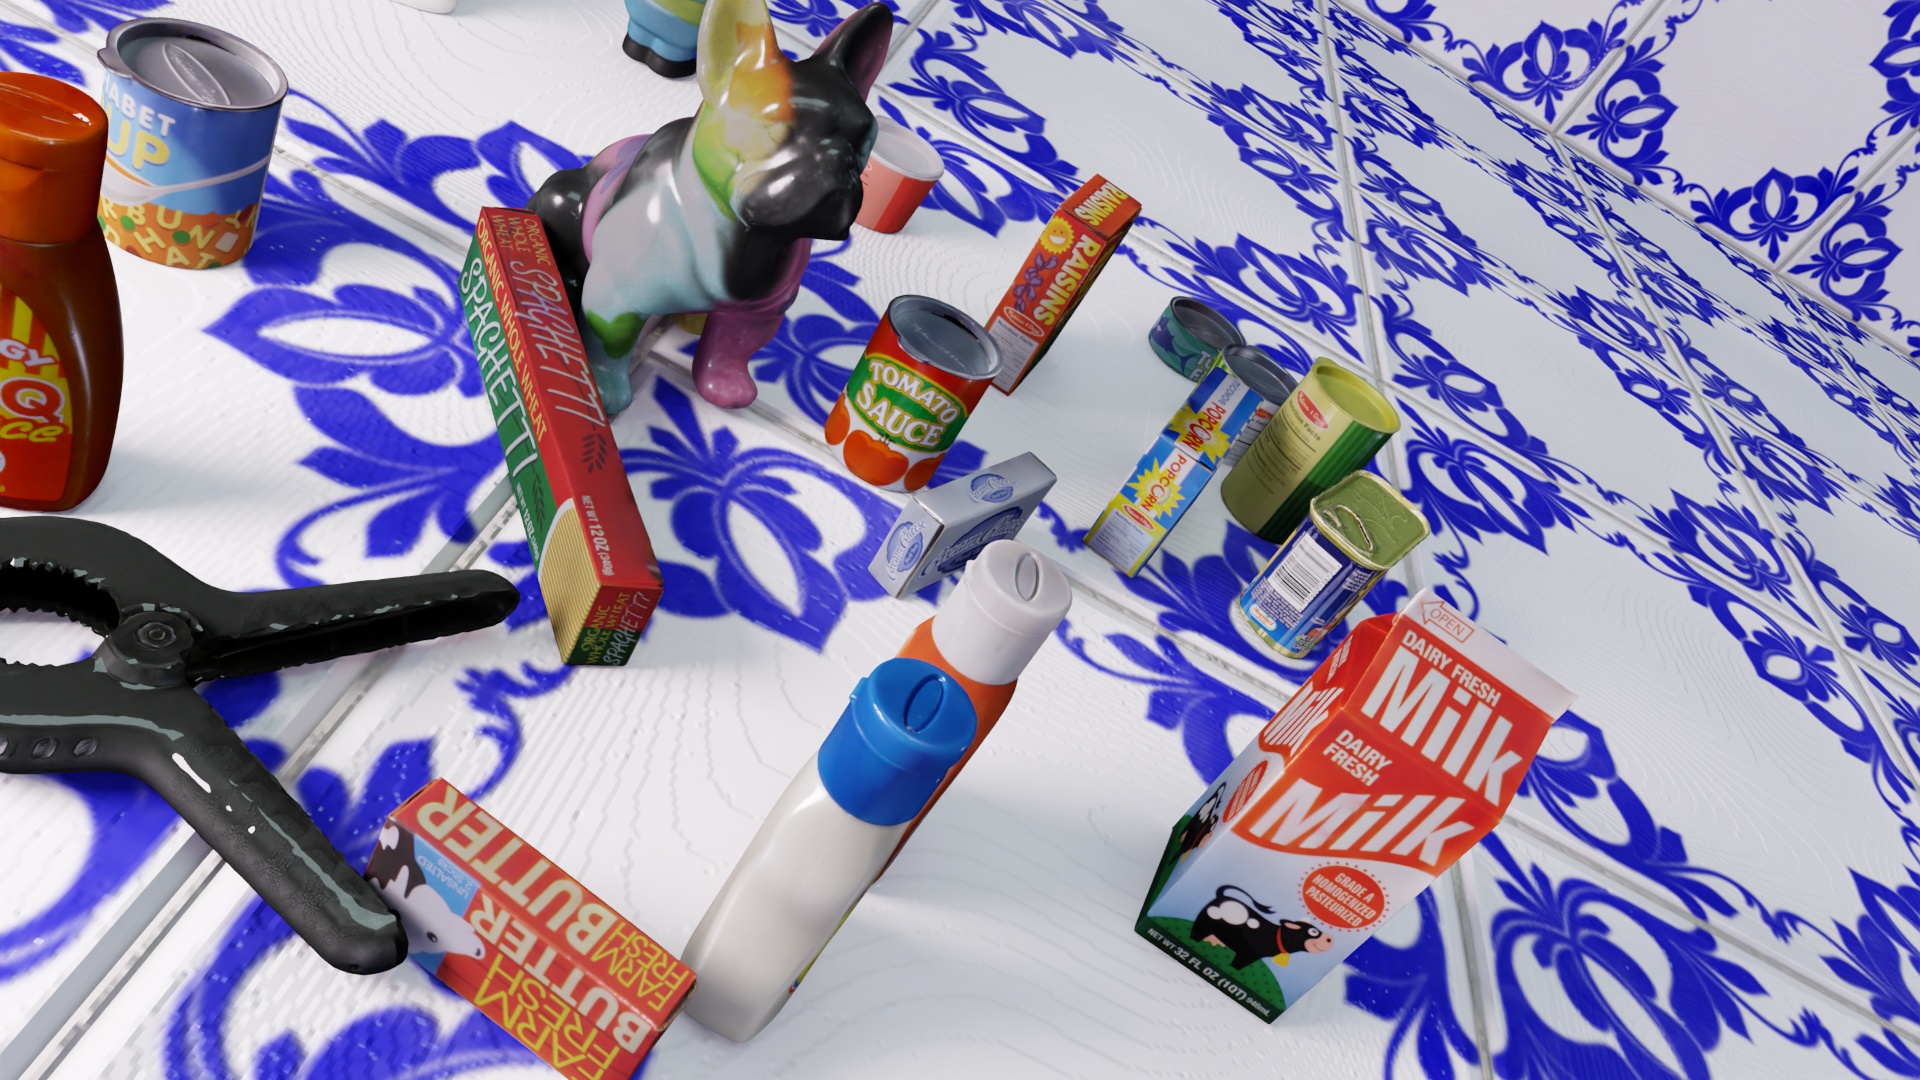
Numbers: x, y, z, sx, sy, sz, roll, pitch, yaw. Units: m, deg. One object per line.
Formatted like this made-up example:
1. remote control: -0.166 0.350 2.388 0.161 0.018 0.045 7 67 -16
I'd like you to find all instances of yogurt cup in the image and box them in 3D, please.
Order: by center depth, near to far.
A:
1. yogurt cup: -0.052 -0.246 0.945 0.072 0.053 0.073 22 36 -17

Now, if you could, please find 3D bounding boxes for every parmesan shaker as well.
1. parmesan shaker: 0.221 -0.056 0.889 0.071 0.102 0.072 22 36 -17

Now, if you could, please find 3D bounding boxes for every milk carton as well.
1. milk carton: 0.156 0.103 0.562 0.072 0.189 0.074 35 34 3

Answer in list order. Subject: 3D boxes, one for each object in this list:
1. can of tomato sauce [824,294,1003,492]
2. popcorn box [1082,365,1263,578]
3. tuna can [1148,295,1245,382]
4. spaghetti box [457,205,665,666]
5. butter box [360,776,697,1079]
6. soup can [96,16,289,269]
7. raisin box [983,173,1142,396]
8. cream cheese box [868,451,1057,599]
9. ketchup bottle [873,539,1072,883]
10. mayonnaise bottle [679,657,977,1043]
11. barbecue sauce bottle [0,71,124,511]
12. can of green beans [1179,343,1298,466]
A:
1. can of tomato sauce: -0.027 -0.076 0.729 0.071 0.082 0.071 22 36 -17
2. popcorn box: 0.126 -0.042 0.811 0.038 0.084 0.127 37 34 5
3. tuna can: 0.175 -0.146 1.025 0.071 0.032 0.071 22 36 -17
4. spaghetti box: -0.181 -0.055 0.608 0.029 0.050 0.251 4 44 -36
5. butter box: -0.134 0.123 0.424 0.103 0.053 0.024 36 34 4
6. soup can: -0.334 -0.168 0.593 0.071 0.083 0.072 22 36 -17
7. raisin box: 0.058 -0.160 0.866 0.040 0.122 0.086 35 34 3
8. cream cheese box: 0.002 -0.009 0.697 0.024 0.053 0.104 45 36 16
9. ketchup bottle: -0.012 0.063 0.513 0.043 0.148 0.065 27 34 -10
10. mayonnaise bottle: -0.044 0.098 0.443 0.041 0.147 0.065 33 34 0
11. barbecue sauce bottle: -0.304 -0.077 0.448 0.065 0.147 0.044 20 36 -20
12. can of green beans: 0.191 -0.092 0.949 0.071 0.057 0.071 22 36 -17
